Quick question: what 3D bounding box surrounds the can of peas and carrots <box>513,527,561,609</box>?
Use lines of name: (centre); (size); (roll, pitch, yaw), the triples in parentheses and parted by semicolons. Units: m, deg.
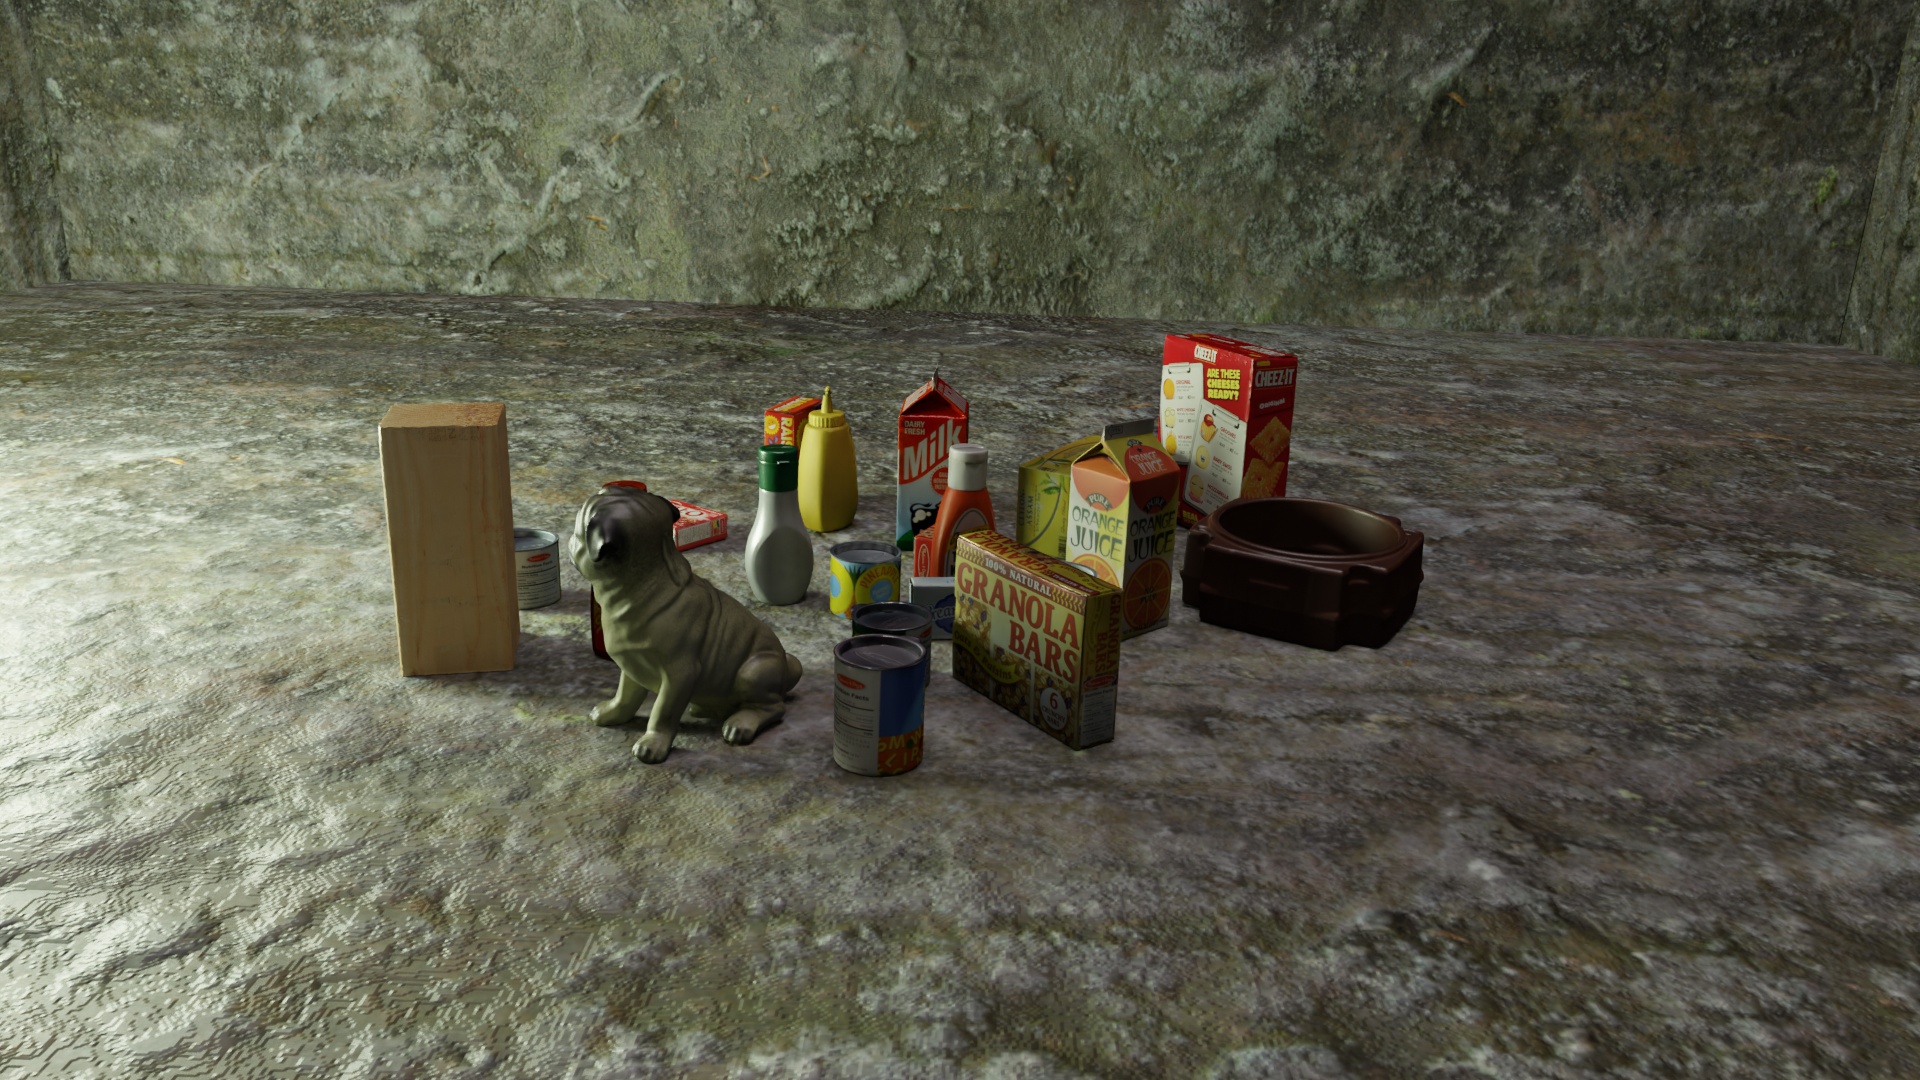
can of peas and carrots: (-0.406, 0.025, 1.288); (0.071, 0.058, 0.071); (2, 17, 0)

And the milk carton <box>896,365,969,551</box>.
milk carton: (-0.029, -0.088, 1.471); (0.073, 0.189, 0.072); (2, 17, 1)

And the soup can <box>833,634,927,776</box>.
soup can: (-0.056, 0.117, 0.999); (0.071, 0.083, 0.071); (2, 17, 0)

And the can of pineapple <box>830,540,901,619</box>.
can of pineapple: (-0.087, 0.037, 1.289); (0.071, 0.057, 0.071); (2, 17, 0)

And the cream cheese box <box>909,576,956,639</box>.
cream cheese box: (0.006, 0.060, 1.235); (0.104, 0.053, 0.024); (0, 17, -7)

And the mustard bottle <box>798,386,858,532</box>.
mustard bottle: (-0.145, -0.092, 1.521); (0.049, 0.159, 0.065); (16, 22, 39)

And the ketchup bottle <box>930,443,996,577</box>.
ketchup bottle: (0.005, -0.017, 1.320); (0.065, 0.148, 0.043); (-4, 18, -18)

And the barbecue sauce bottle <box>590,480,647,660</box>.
barbecue sauce bottle: (-0.277, 0.025, 1.155); (0.065, 0.148, 0.044); (6, 18, 14)

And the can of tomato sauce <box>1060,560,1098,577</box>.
can of tomato sauce: (0.081, 0.067, 1.174); (0.071, 0.082, 0.071); (2, 17, 0)

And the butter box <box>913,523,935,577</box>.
butter box: (-0.017, 0.009, 1.394); (0.024, 0.053, 0.104); (9, 19, 20)

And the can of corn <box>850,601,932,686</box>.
can of corn: (-0.058, 0.087, 1.135); (0.071, 0.058, 0.071); (2, 17, 0)

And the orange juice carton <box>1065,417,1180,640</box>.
orange juice carton: (0.147, -0.015, 1.259); (0.072, 0.192, 0.073); (-13, 23, -41)

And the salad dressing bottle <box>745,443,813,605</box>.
salad dressing bottle: (-0.169, -0.015, 1.298); (0.064, 0.147, 0.044); (-5, 18, -22)

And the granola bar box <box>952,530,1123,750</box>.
granola bar box: (0.055, 0.074, 1.082); (0.039, 0.123, 0.166); (-10, 21, -34)

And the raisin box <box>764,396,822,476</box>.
raisin box: (-0.190, -0.096, 1.591); (0.040, 0.123, 0.086); (7, 18, 17)
